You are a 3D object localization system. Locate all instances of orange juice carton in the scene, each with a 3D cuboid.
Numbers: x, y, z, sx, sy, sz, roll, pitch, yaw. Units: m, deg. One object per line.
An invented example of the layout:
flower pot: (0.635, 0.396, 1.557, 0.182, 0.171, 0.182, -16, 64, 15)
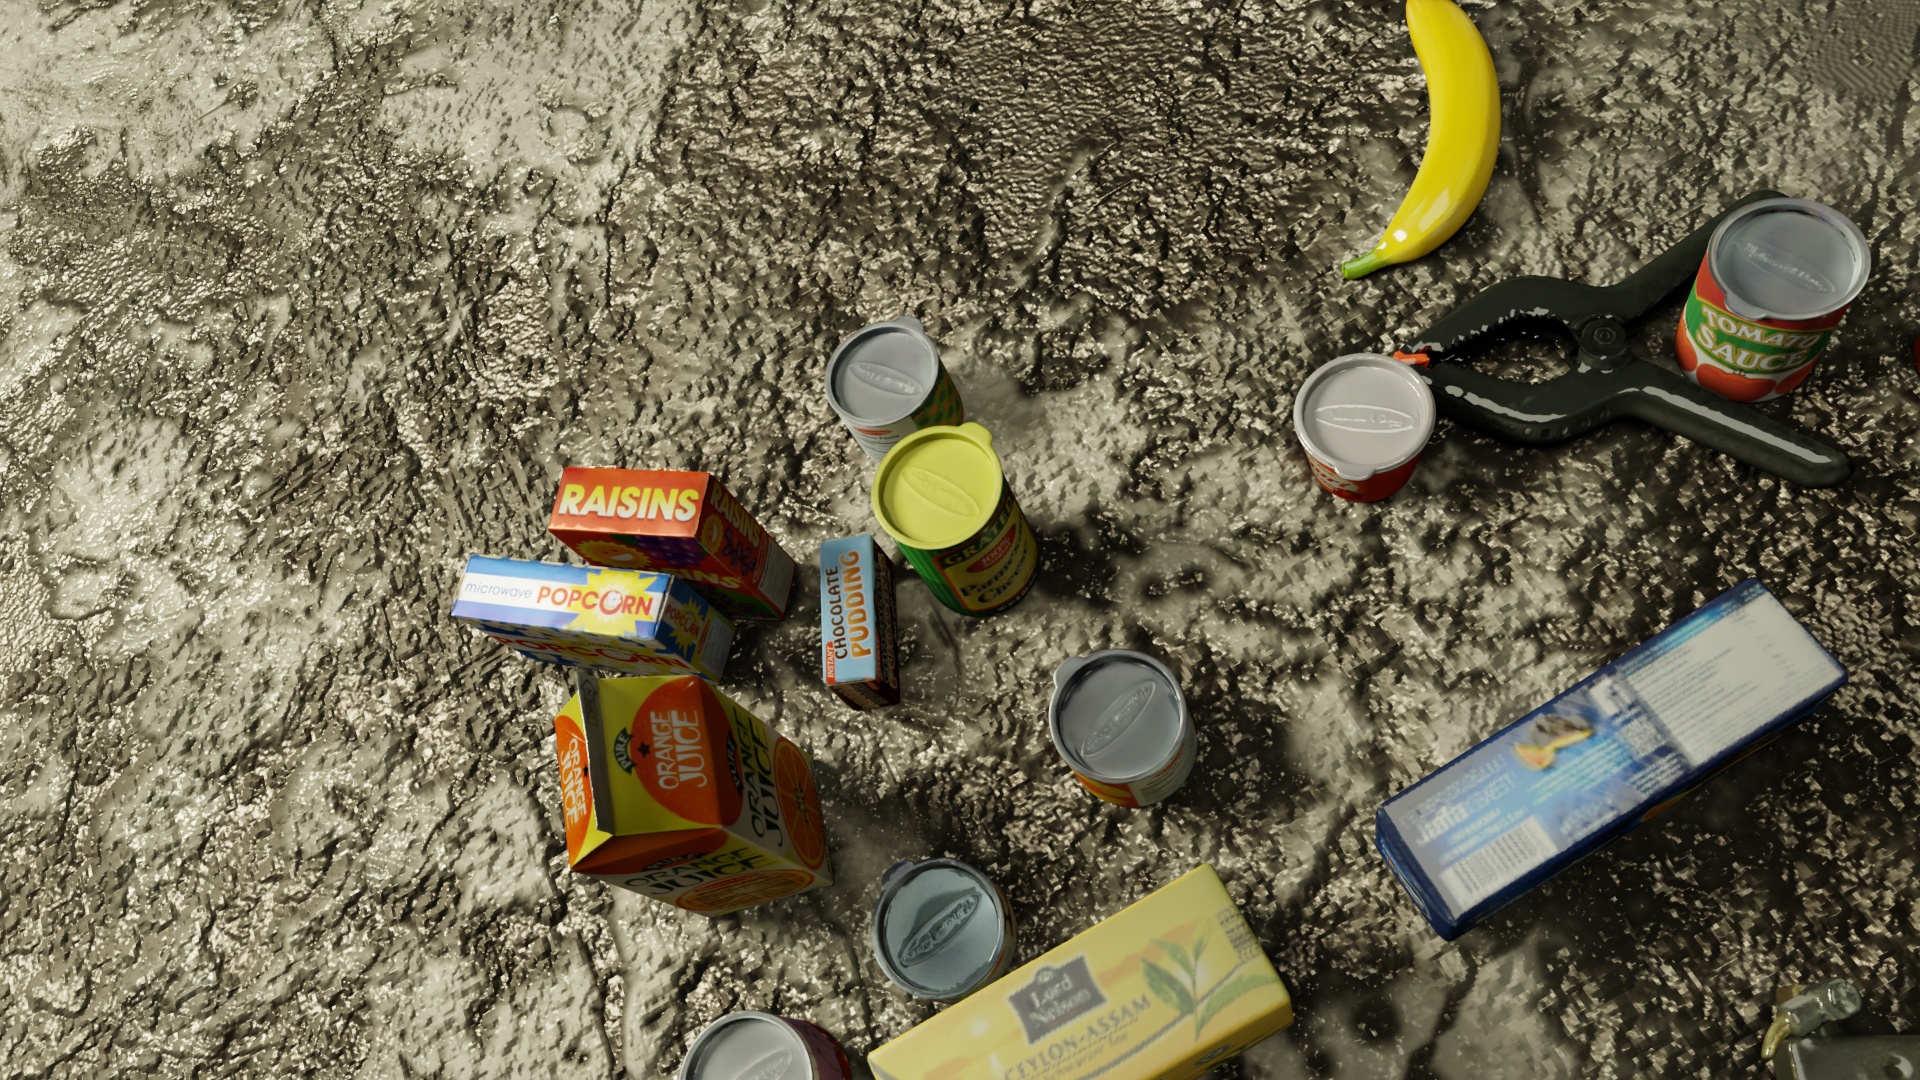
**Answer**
orange juice carton: (-0.128, 0.120, 0.649, 0.073, 0.192, 0.072, -18, 64, 8)

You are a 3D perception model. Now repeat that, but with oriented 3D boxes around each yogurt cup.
yogurt cup: (0.207, -0.055, 0.713, 0.072, 0.053, 0.072, -6, 66, 13)

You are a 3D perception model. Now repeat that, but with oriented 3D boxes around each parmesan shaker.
parmesan shaker: (0.003, -0.009, 0.721, 0.071, 0.102, 0.071, -6, 66, 13)

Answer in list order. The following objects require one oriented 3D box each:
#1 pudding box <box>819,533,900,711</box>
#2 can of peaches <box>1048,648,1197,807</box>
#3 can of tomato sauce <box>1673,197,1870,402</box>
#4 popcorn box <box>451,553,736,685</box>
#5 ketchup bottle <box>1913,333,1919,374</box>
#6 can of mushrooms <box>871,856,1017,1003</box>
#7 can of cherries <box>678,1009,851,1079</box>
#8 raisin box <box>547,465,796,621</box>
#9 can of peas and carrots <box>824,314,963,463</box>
pudding box: (-0.054, 0.043, 0.743, 0.030, 0.049, 0.084, -9, 65, 12)
can of peaches: (0.079, 0.091, 0.681, 0.071, 0.058, 0.071, -6, 66, 13)
can of tomato sauce: (0.388, -0.113, 0.672, 0.071, 0.083, 0.071, -6, 66, 13)
popcorn box: (-0.200, 0.044, 0.763, 0.127, 0.085, 0.038, 5, 69, 17)
ketchup bottle: (0.474, -0.106, 0.609, 0.043, 0.148, 0.065, -26, 63, 4)
can of mushrooms: (-0.009, 0.188, 0.676, 0.071, 0.033, 0.071, -6, 66, 13)
can of cherries: (-0.090, 0.260, 0.652, 0.071, 0.058, 0.072, -6, 66, 13)
raisin box: (-0.151, 0.003, 0.746, 0.086, 0.123, 0.040, 3, 68, 17)
can of peas and carrots: (-0.036, -0.084, 0.789, 0.071, 0.058, 0.071, -6, 66, 13)
